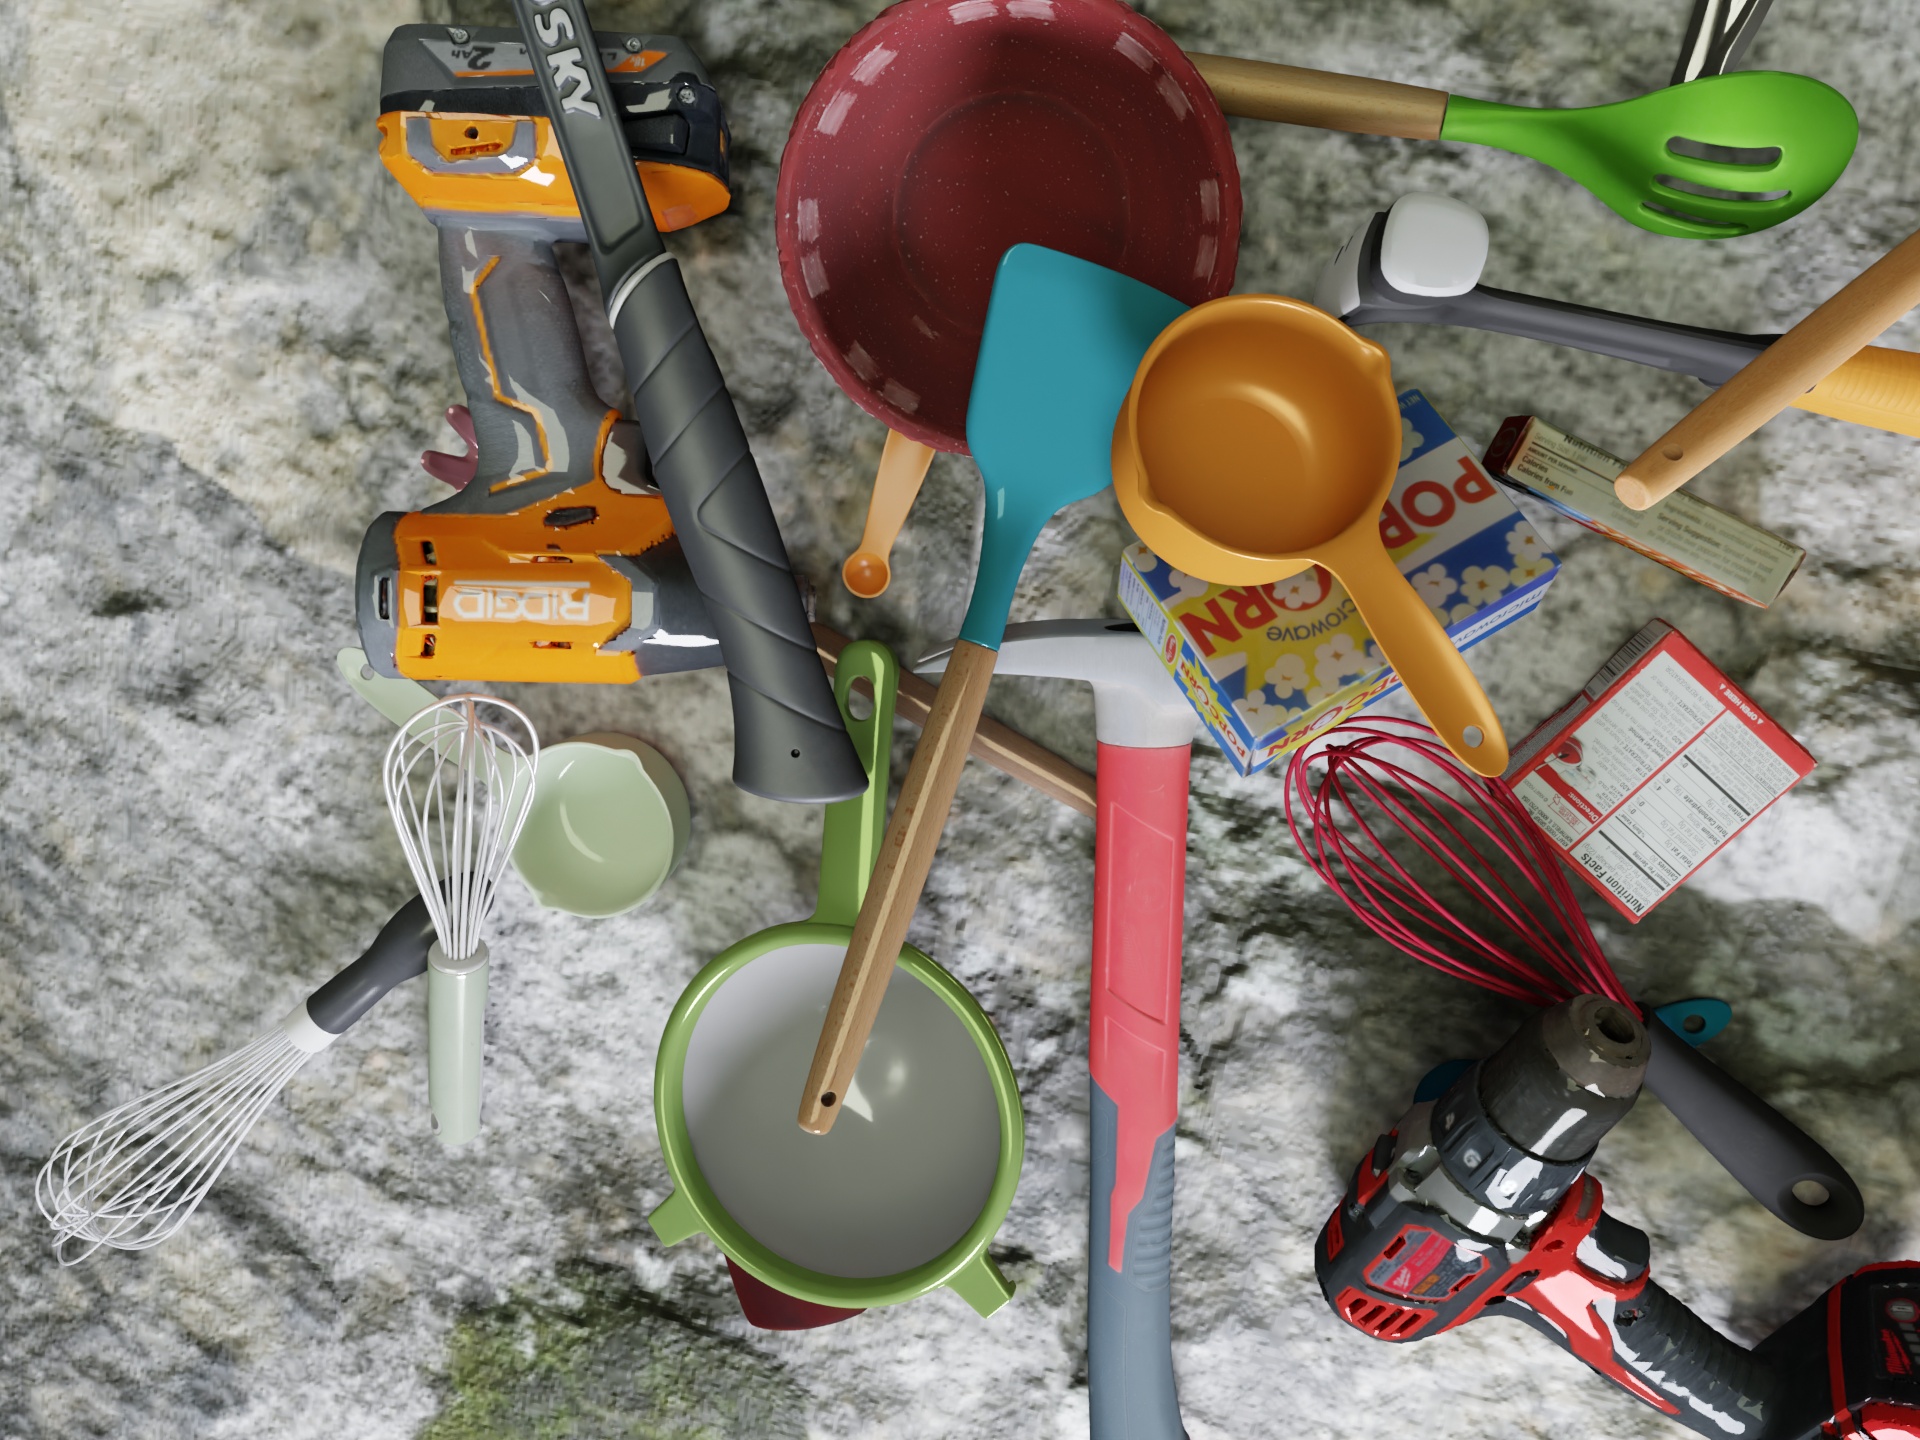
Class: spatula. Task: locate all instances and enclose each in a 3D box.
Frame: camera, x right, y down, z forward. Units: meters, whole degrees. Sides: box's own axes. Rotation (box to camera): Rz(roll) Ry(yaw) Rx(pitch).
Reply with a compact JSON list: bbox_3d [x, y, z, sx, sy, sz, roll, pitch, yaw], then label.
[{"bbox_3d":[0.313,-0.161,0.472,0.322,0.041,0.081,-37,67,-12],"label":"spatula"},{"bbox_3d":[-0.001,-0.002,0.559,0.082,0.044,0.317,18,92,-17],"label":"spatula"}]

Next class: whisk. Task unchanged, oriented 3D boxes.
[{"bbox_3d":[-0.316,0.155,0.724,0.284,0.070,0.070,-39,93,11],"label":"whisk"},{"bbox_3d":[-0.208,0.091,0.663,0.059,0.058,0.246,-7,129,-27],"label":"whisk"},{"bbox_3d":[0.233,0.101,0.587,0.295,0.073,0.073,41,107,-10],"label":"whisk"}]

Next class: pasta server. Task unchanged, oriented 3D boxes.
[{"bbox_3d":[-0.068,-0.036,0.637,0.316,0.040,0.060,29,89,2],"label":"pasta server"}]

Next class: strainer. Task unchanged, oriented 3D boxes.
[{"bbox_3d":[-0.037,0.095,0.627,0.151,0.069,0.256,6,95,17],"label":"strainer"}]

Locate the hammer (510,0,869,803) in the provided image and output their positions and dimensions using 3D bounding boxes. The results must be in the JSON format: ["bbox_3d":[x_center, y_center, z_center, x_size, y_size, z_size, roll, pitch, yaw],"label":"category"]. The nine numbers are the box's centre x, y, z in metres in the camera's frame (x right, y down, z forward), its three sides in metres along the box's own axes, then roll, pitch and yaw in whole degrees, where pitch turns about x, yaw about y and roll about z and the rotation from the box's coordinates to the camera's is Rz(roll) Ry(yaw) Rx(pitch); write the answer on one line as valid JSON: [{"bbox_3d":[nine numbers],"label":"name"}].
[{"bbox_3d":[-0.107,-0.164,0.527,0.149,0.036,0.409,-18,98,-3],"label":"hammer"}]

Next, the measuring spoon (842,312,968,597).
[{"bbox_3d":[-0.021,-0.104,0.628,0.021,0.011,0.117,20,102,1],"label":"measuring spoon"}]

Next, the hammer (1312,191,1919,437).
[{"bbox_3d":[0.285,-0.112,0.530,0.337,0.127,0.034,11,91,-2],"label":"hammer"}]

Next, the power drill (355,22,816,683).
[{"bbox_3d":[-0.133,-0.126,0.585,0.164,0.084,0.226,2,94,-3],"label":"power drill"}]

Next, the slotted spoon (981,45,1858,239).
[{"bbox_3d":[0.142,-0.212,0.554,0.314,0.070,0.031,14,64,13],"label":"slotted spoon"}]

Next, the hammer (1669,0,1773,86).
[{"bbox_3d":[0.071,-0.298,0.493,0.410,0.038,0.146,6,111,-6],"label":"hammer"}]

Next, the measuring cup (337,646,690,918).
[{"bbox_3d":[-0.188,0.016,0.673,0.167,0.038,0.083,35,107,4],"label":"measuring cup"}]

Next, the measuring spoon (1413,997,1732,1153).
[{"bbox_3d":[0.241,0.140,0.624,0.128,0.021,0.042,-26,96,15],"label":"measuring spoon"}]

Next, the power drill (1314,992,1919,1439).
[{"bbox_3d":[0.262,0.200,0.578,0.227,0.080,0.187,26,132,6],"label":"power drill"}]

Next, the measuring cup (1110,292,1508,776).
[{"bbox_3d":[0.116,-0.053,0.515,0.095,0.052,0.173,-33,87,-10],"label":"measuring cup"}]

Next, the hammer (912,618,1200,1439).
[{"bbox_3d":[0.054,0.150,0.643,0.143,0.038,0.386,2,106,6],"label":"hammer"}]
